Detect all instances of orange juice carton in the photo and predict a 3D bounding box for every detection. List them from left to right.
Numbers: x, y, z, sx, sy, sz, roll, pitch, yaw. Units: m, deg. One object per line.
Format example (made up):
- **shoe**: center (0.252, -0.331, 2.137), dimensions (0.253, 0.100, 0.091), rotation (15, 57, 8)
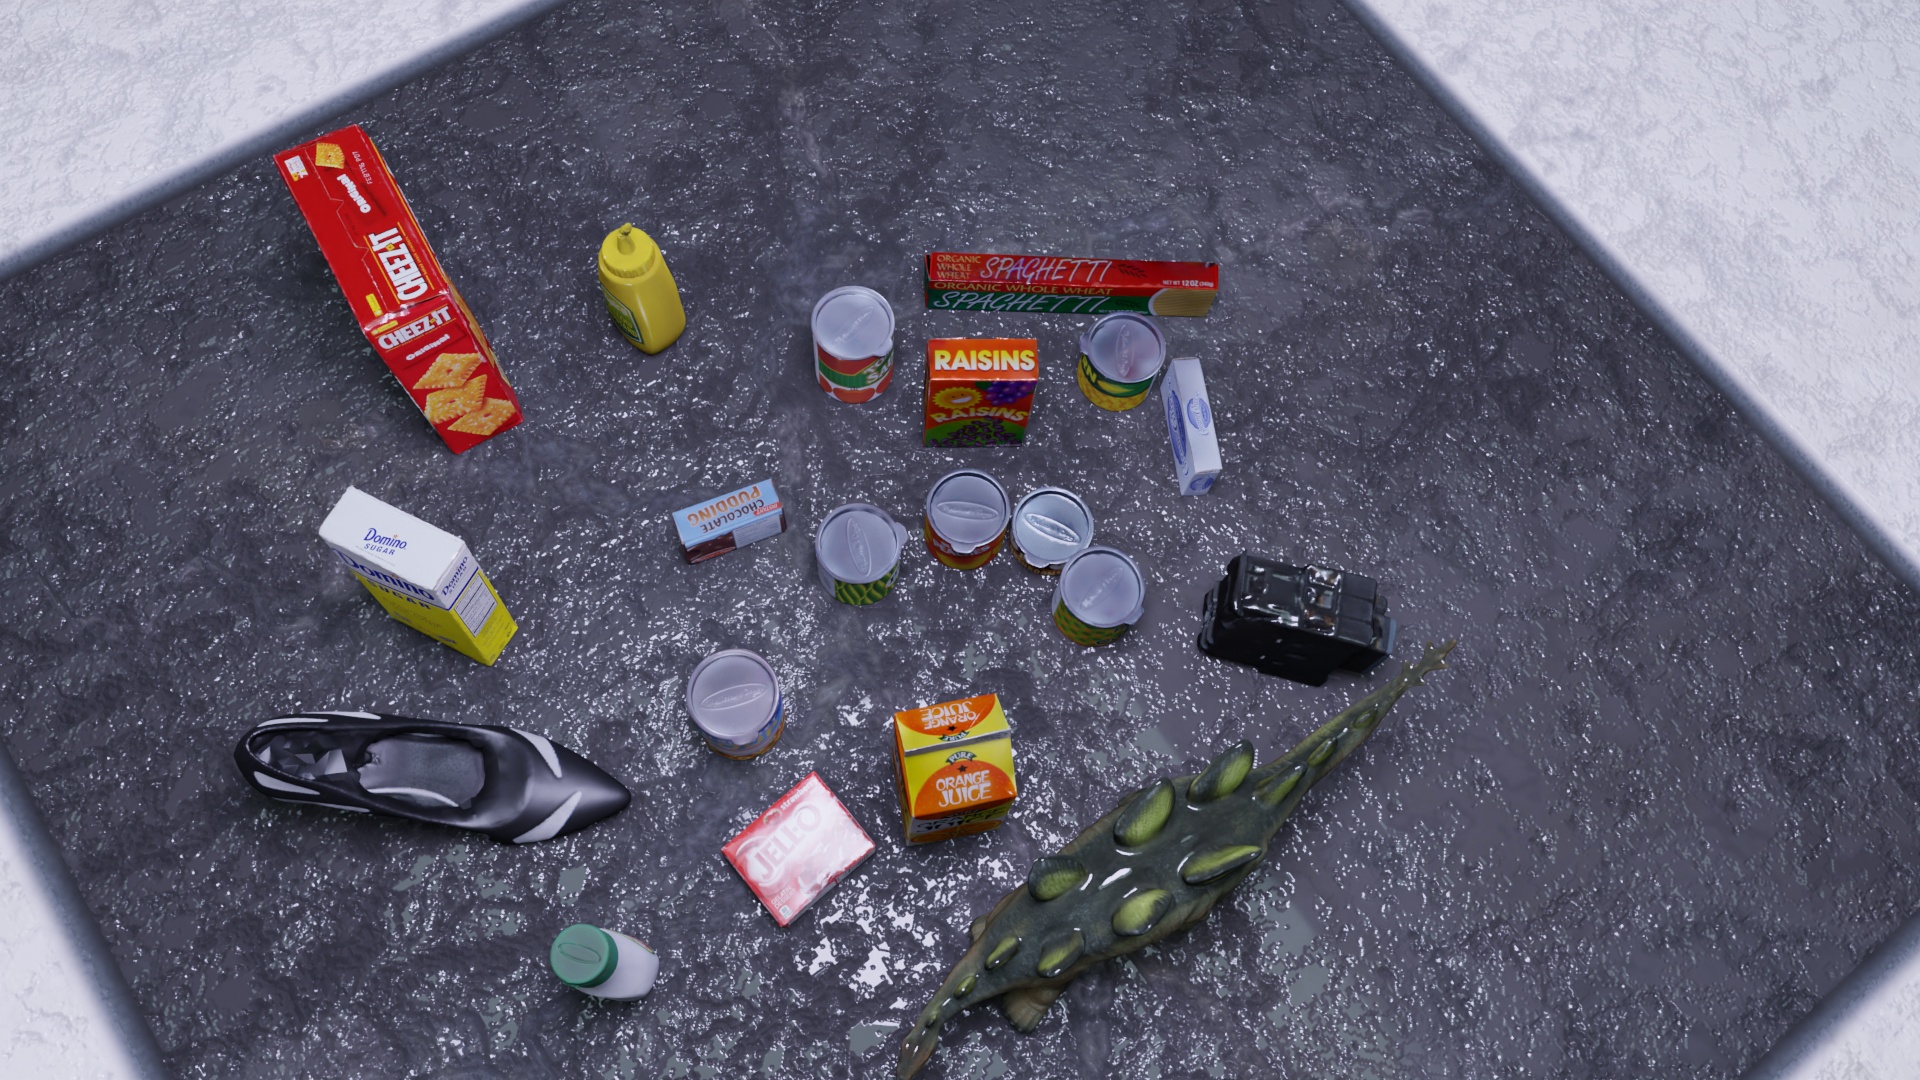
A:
- **orange juice carton**: center (-0.007, 0.158, 0.964), dimensions (0.072, 0.192, 0.073), rotation (-10, 71, -7)

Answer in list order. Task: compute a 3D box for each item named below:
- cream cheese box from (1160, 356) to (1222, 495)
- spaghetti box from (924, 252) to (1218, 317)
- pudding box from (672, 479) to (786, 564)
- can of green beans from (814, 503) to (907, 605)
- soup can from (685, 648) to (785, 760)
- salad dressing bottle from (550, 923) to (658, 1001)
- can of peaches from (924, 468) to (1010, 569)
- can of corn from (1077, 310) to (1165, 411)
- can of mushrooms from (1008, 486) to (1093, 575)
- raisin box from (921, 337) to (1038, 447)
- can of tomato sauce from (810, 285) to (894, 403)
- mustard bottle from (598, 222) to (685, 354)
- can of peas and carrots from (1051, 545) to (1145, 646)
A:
- **cream cheese box**: center (0.190, -0.093, 1.147), dimensions (0.024, 0.053, 0.104), rotation (-6, 70, -6)
- **spaghetti box**: center (0.093, -0.218, 1.189), dimensions (0.250, 0.050, 0.029), rotation (1, 70, -3)
- **pudding box**: center (-0.181, -0.014, 1.094), dimensions (0.084, 0.049, 0.030), rotation (-21, 72, -11)
- **can of green beans**: center (-0.080, 0.012, 1.087), dimensions (0.071, 0.057, 0.071), rotation (1, 70, -3)
- **soup can**: center (-0.164, 0.125, 1.024), dimensions (0.071, 0.083, 0.071), rotation (1, 70, -3)
- **salad dressing bottle**: center (-0.240, 0.281, 0.927), dimensions (0.064, 0.147, 0.044), rotation (17, 70, 3)
- **can of peaches**: center (0.004, -0.014, 1.102), dimensions (0.071, 0.058, 0.071), rotation (1, 70, -3)
- **can of corn**: center (0.131, -0.149, 1.161), dimensions (0.071, 0.058, 0.071), rotation (1, 70, -3)
- **can of mushrooms**: center (0.071, -0.005, 1.116), dimensions (0.071, 0.033, 0.071), rotation (1, 69, -3)
- **raisin box**: center (0.014, -0.117, 1.107), dimensions (0.086, 0.123, 0.040), rotation (0, 70, -4)
- **can of tomato sauce**: center (-0.086, -0.158, 1.137), dimensions (0.071, 0.082, 0.071), rotation (1, 70, -3)
- **mustard bottle**: center (-0.258, -0.207, 1.103), dimensions (0.065, 0.159, 0.049), rotation (42, 73, 11)
- **can of peas and carrots**: center (0.109, 0.046, 1.086), dimensions (0.071, 0.058, 0.071), rotation (1, 70, -3)
